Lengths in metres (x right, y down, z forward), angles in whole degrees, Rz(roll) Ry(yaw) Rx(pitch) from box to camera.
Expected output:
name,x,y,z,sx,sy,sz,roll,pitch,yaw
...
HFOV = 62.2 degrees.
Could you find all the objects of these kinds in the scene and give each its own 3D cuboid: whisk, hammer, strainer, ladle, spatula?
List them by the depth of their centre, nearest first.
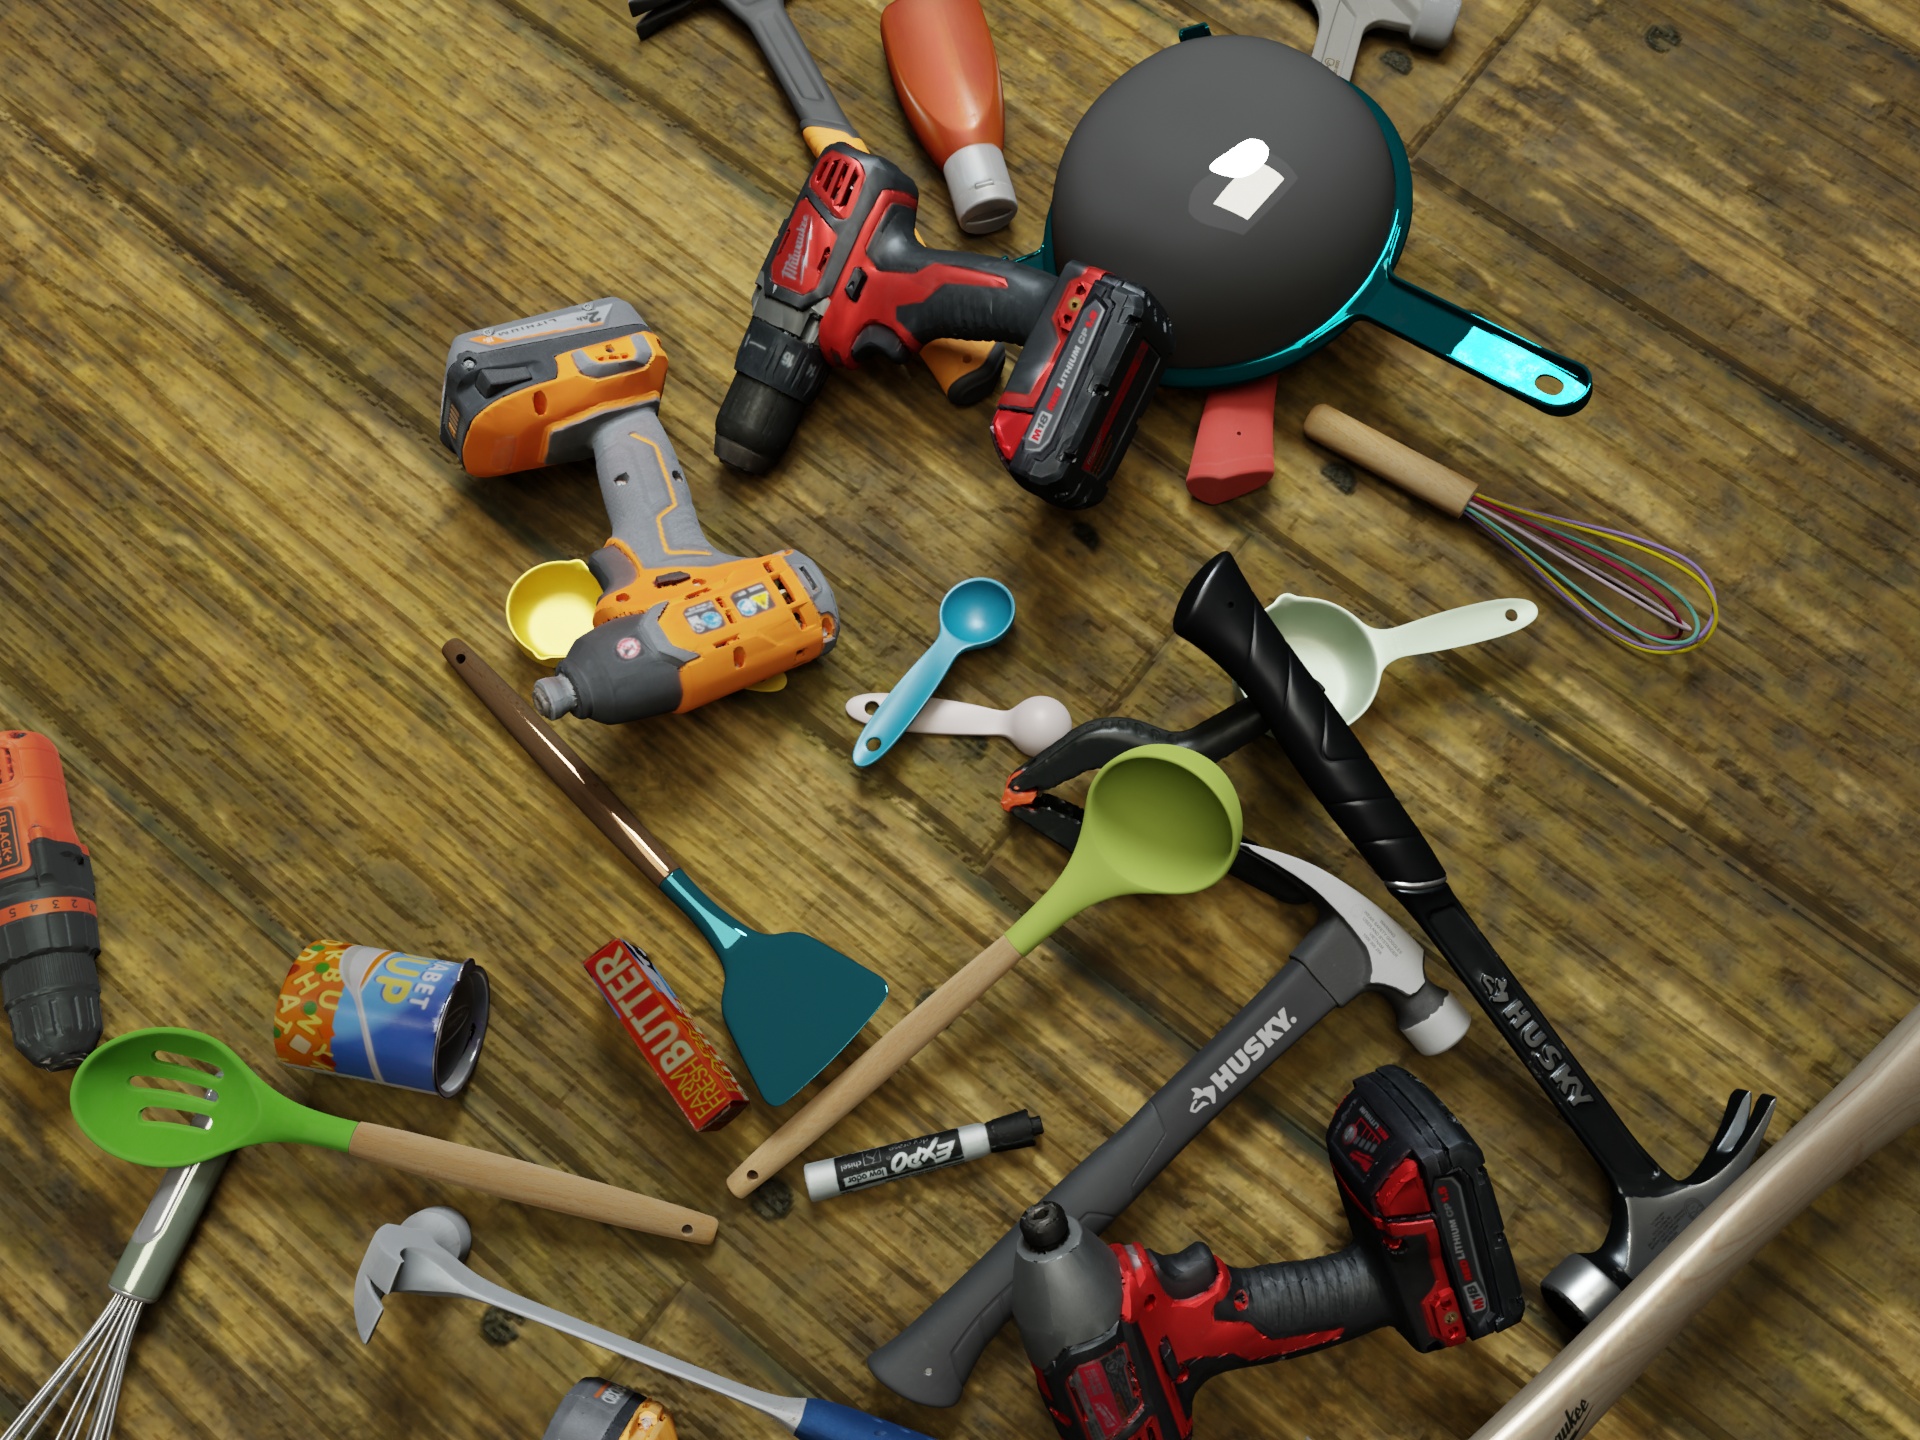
name,x,y,z,sx,sy,sz,roll,pitch,yaw
hammer,-0.084,0.316,0.725,0.405,0.144,0.035,22,79,0
hammer,0.326,0.253,0.726,0.410,0.038,0.146,-35,118,-16
hammer,0.237,0.091,0.770,0.149,0.036,0.409,-36,92,-12
whisk,-0.407,0.286,0.773,0.058,0.059,0.246,9,68,32
hammer,0.086,0.204,0.778,0.335,0.035,0.146,-42,94,-7
ladle,0.006,0.130,0.779,0.320,0.062,0.078,-41,89,2
spatula,-0.170,0.062,0.832,0.318,0.044,0.082,43,83,13
strainer,0.178,-0.261,0.836,0.341,0.095,0.211,38,89,28
whisk,0.296,-0.106,0.873,0.245,0.047,0.051,32,65,14
hammer,0.182,-0.295,0.930,0.149,0.036,0.359,16,75,6
hammer,-0.074,-0.326,0.945,0.127,0.034,0.337,-27,75,-7

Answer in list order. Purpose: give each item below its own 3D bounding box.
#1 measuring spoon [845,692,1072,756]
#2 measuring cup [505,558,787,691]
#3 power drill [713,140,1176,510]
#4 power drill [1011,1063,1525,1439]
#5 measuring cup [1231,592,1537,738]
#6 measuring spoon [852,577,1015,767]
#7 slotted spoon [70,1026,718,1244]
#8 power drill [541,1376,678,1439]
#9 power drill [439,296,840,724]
name,x,y,z,sx,sy,sz,roll,pitch,yaw
measuring spoon,-0.001,-0.003,0.859,0.124,0.018,0.034,6,74,4
measuring cup,-0.172,-0.041,0.875,0.156,0.029,0.062,18,69,-6
power drill,-0.020,-0.190,0.858,0.227,0.080,0.188,28,98,20
power drill,0.132,0.252,0.730,0.219,0.079,0.143,-22,107,-4
measuring cup,0.226,-0.035,0.855,0.167,0.038,0.083,-14,74,-5
measuring spoon,-0.015,-0.022,0.862,0.042,0.021,0.128,32,76,24
slotted spoon,-0.272,0.213,0.781,0.313,0.031,0.070,16,93,-4
power drill,-0.107,0.422,0.712,0.226,0.084,0.185,24,78,3
power drill,-0.187,-0.103,0.838,0.164,0.084,0.227,-25,74,-31
